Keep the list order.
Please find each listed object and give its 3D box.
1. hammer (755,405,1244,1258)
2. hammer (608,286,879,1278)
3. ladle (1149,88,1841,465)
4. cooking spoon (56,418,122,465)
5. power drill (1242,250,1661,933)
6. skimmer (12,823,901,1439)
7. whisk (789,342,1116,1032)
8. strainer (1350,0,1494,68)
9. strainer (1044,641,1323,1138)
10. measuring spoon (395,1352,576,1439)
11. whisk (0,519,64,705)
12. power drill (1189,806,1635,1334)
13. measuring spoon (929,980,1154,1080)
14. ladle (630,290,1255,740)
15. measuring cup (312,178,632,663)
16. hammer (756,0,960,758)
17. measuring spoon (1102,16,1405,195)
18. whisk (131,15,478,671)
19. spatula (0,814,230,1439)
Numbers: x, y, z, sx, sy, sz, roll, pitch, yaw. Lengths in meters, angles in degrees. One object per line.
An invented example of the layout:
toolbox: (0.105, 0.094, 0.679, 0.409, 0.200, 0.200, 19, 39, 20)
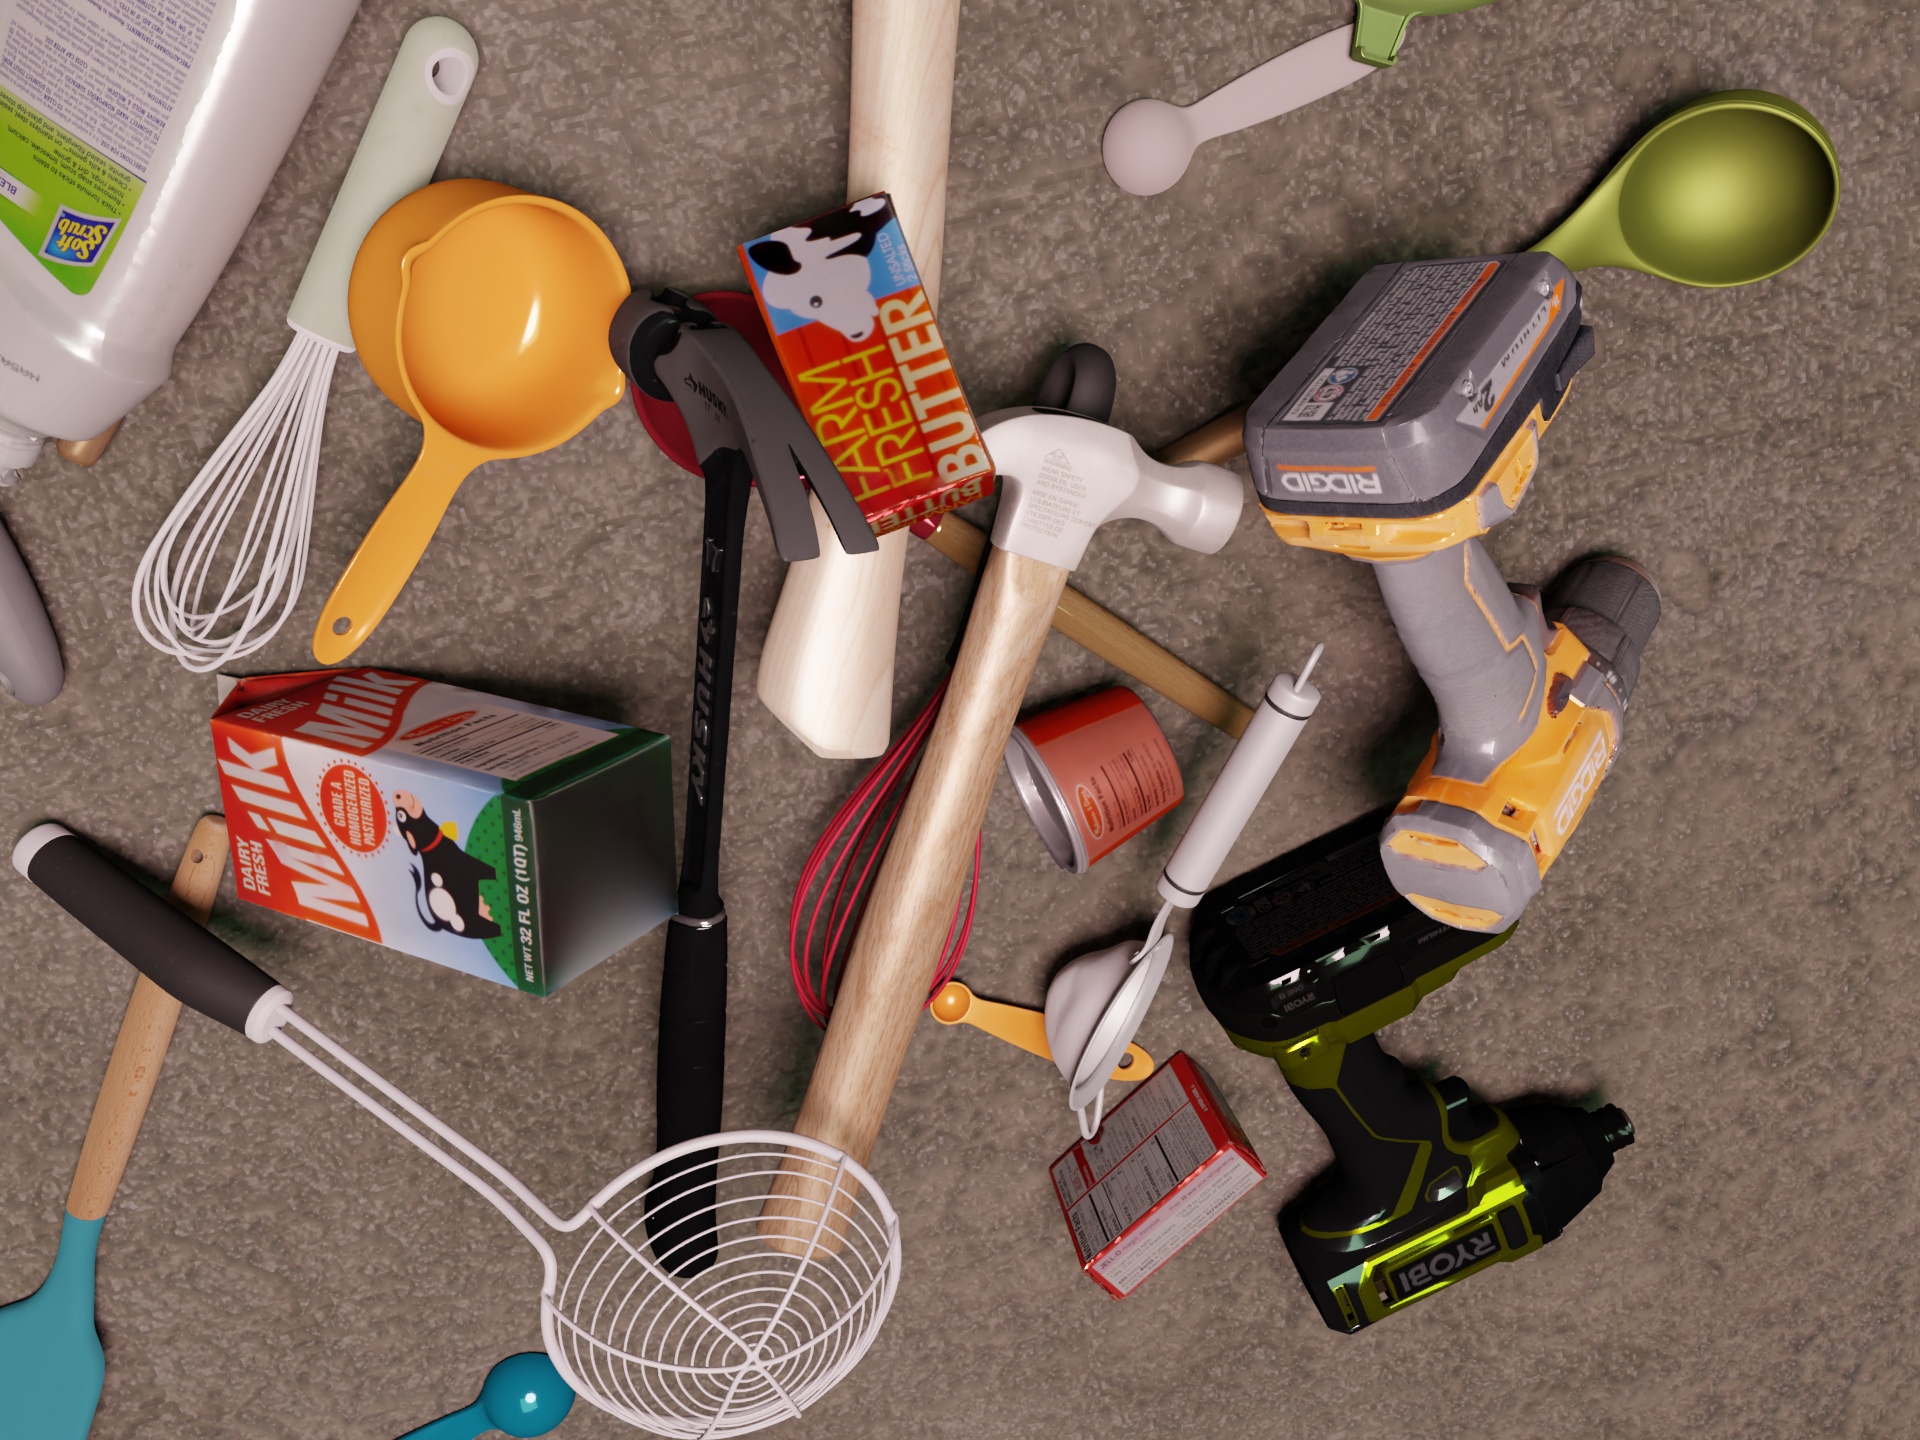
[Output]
hammer: (-0.013, 0.048, 0.578, 0.130, 0.031, 0.331, 15, 103, -17)
hammer: (-0.094, 0.060, 0.594, 0.036, 0.149, 0.408, -10, 125, -28)
ladle: (0.182, -0.145, 0.616, 0.320, 0.062, 0.078, -28, 126, 3)
cooking spoon: (-0.224, -0.221, 0.534, 0.068, 0.017, 0.319, 32, 101, -16)
power drill: (0.201, -0.059, 0.592, 0.185, 0.084, 0.226, -49, 128, -29)
skimmer: (-0.192, 0.137, 0.592, 0.363, 0.090, 0.127, 30, 101, 14)
whisk: (-0.001, -0.002, 0.612, 0.073, 0.073, 0.295, 16, 107, -15)
strainer: (0.221, -0.350, 0.539, 0.256, 0.069, 0.151, -30, 110, 1)
strainer: (0.086, 0.072, 0.652, 0.050, 0.087, 0.258, 34, 122, 16)
measuring spoon: (-0.236, 0.334, 0.727, 0.128, 0.021, 0.042, -29, 112, -1)
whisk: (-0.364, -0.111, 0.536, 0.055, 0.055, 0.238, -15, 116, -5)
power drill: (0.207, 0.159, 0.719, 0.171, 0.080, 0.223, -26, 115, -1)
measuring spoon: (0.037, 0.140, 0.716, 0.116, 0.011, 0.021, 22, 94, -20)
ladle: (0.011, -0.065, 0.628, 0.315, 0.031, 0.069, 31, 101, -21)
measuring cup: (-0.184, -0.103, 0.543, 0.095, 0.052, 0.173, 28, 94, -52)
hammer: (-0.013, -0.188, 0.552, 0.146, 0.038, 0.410, 3, 103, -13)
measuring spoon: (0.112, -0.232, 0.590, 0.124, 0.018, 0.034, -25, 112, -1)
whisk: (-0.226, -0.128, 0.556, 0.057, 0.059, 0.246, 15, 106, -53)
spatula: (-0.351, 0.182, 0.641, 0.082, 0.044, 0.317, 24, 103, 3)
